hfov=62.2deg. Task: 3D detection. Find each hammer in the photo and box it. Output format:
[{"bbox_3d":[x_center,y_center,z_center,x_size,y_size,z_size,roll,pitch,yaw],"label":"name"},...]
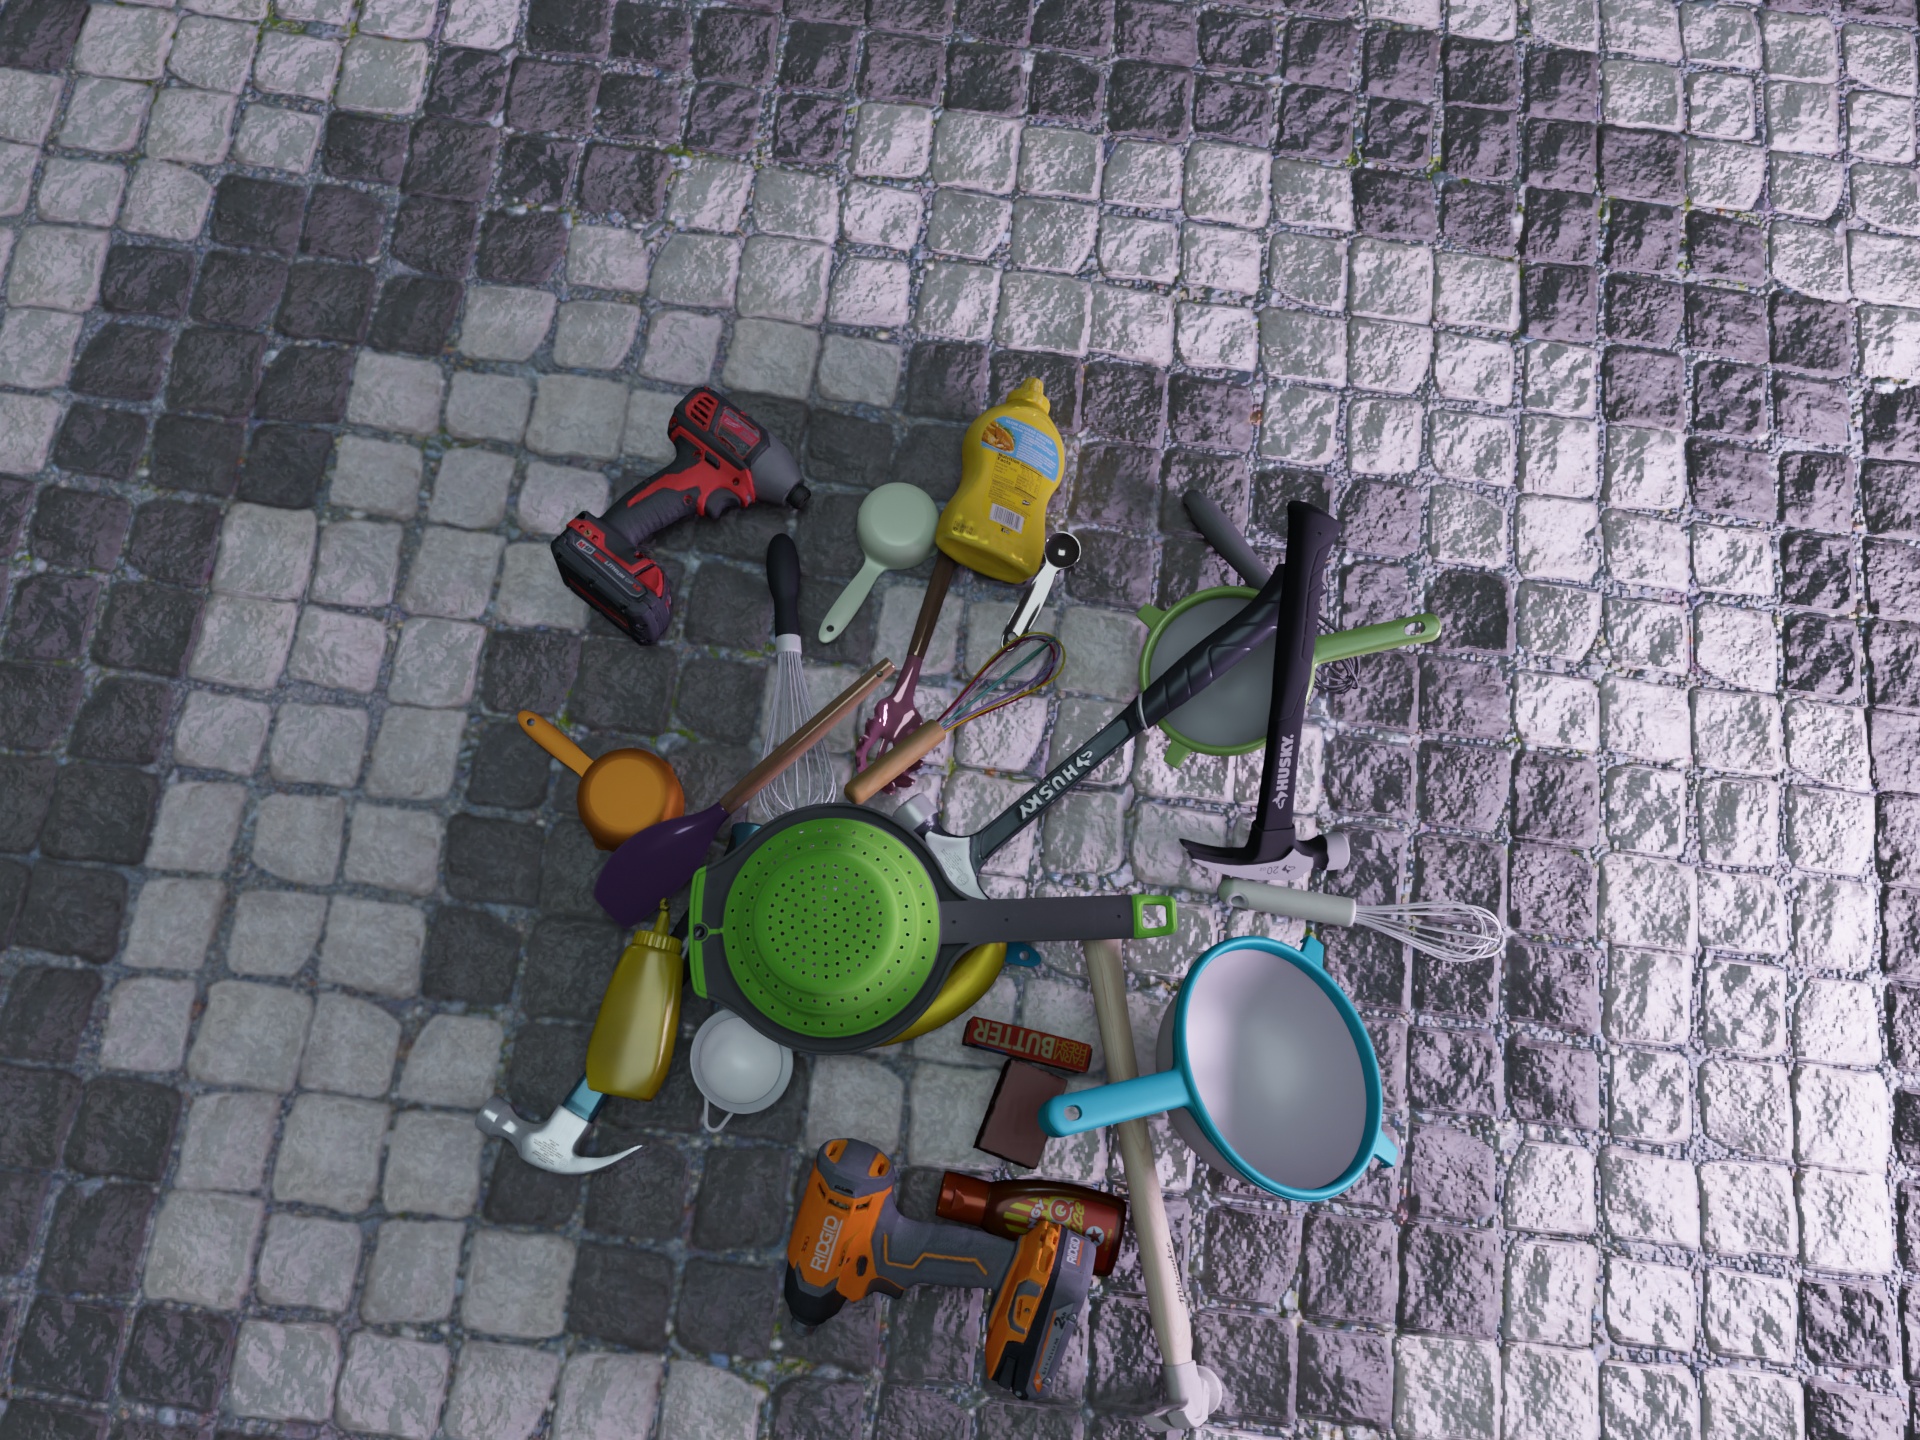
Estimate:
[{"bbox_3d":[-0.252,0.224,1.316,0.128,0.033,0.331,31,75,6],"label":"hammer"},{"bbox_3d":[0.143,0.009,1.346,0.409,0.036,0.149,-39,81,2],"label":"hammer"},{"bbox_3d":[0.263,-0.017,1.300,0.146,0.035,0.334,-4,116,-11],"label":"hammer"},{"bbox_3d":[0.138,0.340,1.262,0.038,0.146,0.411,-15,70,15],"label":"hammer"}]

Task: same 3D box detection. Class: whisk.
[{"bbox_3d":[-0.147,-0.034,1.384,0.070,0.070,0.285,-4,70,-4],"label":"whisk"},{"bbox_3d":[0.278,-0.118,1.435,0.055,0.055,0.239,-34,74,-11],"label":"whisk"},{"bbox_3d":[0.342,0.165,1.362,0.246,0.057,0.059,10,40,3],"label":"whisk"},{"bbox_3d":[-0.001,-0.003,1.365,0.245,0.051,0.047,-38,99,-23],"label":"whisk"}]

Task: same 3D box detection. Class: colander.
[{"bbox_3d":[-0.022,0.158,1.257,0.397,0.094,0.204,-2,79,-1],"label":"colander"}]

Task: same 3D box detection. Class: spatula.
[{"bbox_3d":[-0.177,0.054,1.315,0.316,0.018,0.059,-40,98,2],"label":"spatula"}]

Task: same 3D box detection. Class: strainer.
[{"bbox_3d":[-0.152,0.220,1.320,0.086,0.050,0.258,31,68,-13],"label":"strainer"},{"bbox_3d":[0.179,0.289,1.242,0.340,0.095,0.211,-3,67,-35],"label":"strainer"},{"bbox_3d":[0.285,-0.048,1.379,0.256,0.069,0.152,-12,74,12],"label":"strainer"}]

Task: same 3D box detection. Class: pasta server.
[{"bbox_3d":[-0.030,-0.081,1.410,0.060,0.040,0.316,22,72,-15],"label":"pasta server"}]

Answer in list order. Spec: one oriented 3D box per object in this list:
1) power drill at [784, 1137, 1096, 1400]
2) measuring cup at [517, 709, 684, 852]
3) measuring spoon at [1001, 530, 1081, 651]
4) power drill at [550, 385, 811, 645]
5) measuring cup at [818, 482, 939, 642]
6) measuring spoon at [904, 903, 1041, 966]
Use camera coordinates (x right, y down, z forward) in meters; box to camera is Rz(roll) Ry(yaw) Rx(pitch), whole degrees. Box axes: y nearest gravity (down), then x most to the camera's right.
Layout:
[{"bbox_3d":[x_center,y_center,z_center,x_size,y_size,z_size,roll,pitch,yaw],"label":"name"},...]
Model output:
[{"bbox_3d":[-0.025,0.436,1.232,0.226,0.084,0.164,20,105,5],"label":"power drill"},{"bbox_3d":[-0.314,0.041,1.351,0.173,0.052,0.095,38,76,5],"label":"measuring cup"},{"bbox_3d":[0.069,-0.115,1.439,0.034,0.018,0.124,30,82,-1],"label":"measuring spoon"},{"bbox_3d":[-0.243,-0.181,1.408,0.143,0.078,0.220,38,73,7],"label":"power drill"},{"bbox_3d":[-0.079,-0.142,1.422,0.083,0.038,0.168,31,73,5],"label":"measuring cup"},{"bbox_3d":[0.008,0.183,1.353,0.128,0.021,0.042,21,85,-7],"label":"measuring spoon"}]
